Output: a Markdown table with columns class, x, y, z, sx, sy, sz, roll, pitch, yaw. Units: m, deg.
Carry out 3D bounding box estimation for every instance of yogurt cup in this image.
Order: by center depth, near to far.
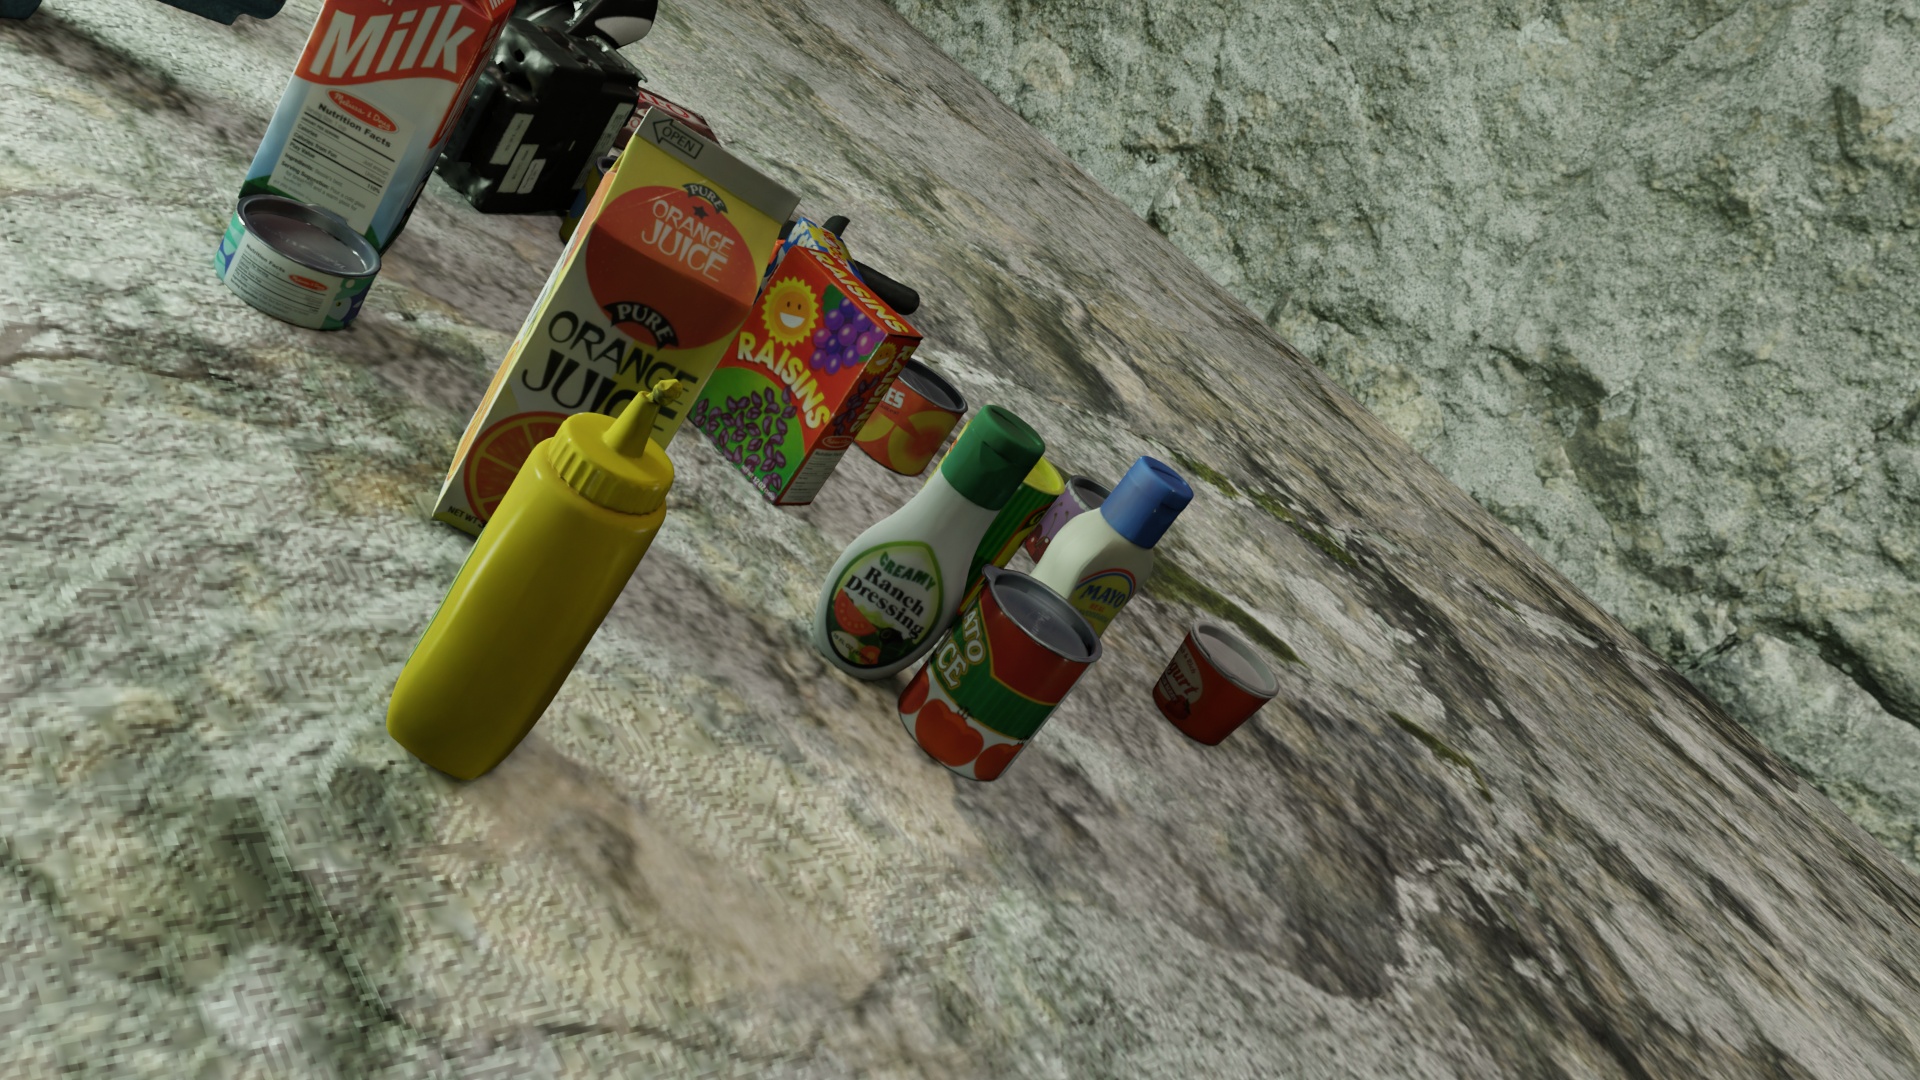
| class | x | y | z | sx | sy | sz | roll | pitch | yaw |
| --- | --- | --- | --- | --- | --- | --- | --- | --- | --- |
| yogurt cup | 0.159 | 0.092 | 0.881 | 0.072 | 0.053 | 0.073 | 31 | 21 | -13 |

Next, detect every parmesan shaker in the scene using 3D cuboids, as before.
| class | x | y | z | sx | sy | sz | roll | pitch | yaw |
| --- | --- | --- | --- | --- | --- | --- | --- | --- | --- |
| parmesan shaker | 0.003 | -0.010 | 0.789 | 0.071 | 0.102 | 0.071 | 31 | 21 | -13 |

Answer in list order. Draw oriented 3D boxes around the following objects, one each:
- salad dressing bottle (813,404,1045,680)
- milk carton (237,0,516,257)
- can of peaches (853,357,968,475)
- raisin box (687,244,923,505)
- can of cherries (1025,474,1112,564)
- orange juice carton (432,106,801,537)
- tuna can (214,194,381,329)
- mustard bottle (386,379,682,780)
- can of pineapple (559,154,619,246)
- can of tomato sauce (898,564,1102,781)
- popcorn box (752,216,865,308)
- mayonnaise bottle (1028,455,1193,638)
| class | x | y | z | sx | sy | sz | roll | pitch | yaw |
| --- | --- | --- | --- | --- | --- | --- | --- | --- | --- |
| salad dressing bottle | -0.015 | 0.001 | 0.675 | 0.064 | 0.147 | 0.044 | 36 | 20 | 0 |
| milk carton | -0.290 | -0.246 | 0.716 | 0.073 | 0.190 | 0.072 | 28 | 22 | -20 |
| can of peaches | -0.040 | -0.087 | 0.948 | 0.071 | 0.058 | 0.071 | 31 | 21 | -13 |
| raisin box | -0.090 | -0.093 | 0.793 | 0.086 | 0.123 | 0.040 | 45 | 22 | 21 |
| can of cherries | 0.088 | -0.001 | 0.964 | 0.071 | 0.058 | 0.072 | 31 | 21 | -13 |
| orange juice carton | -0.146 | -0.085 | 0.593 | 0.072 | 0.192 | 0.073 | 27 | 22 | -22 |
| tuna can | -0.314 | -0.133 | 0.660 | 0.071 | 0.032 | 0.071 | 31 | 21 | -13 |
| mustard bottle | -0.135 | 0.007 | 0.462 | 0.049 | 0.159 | 0.065 | 33 | 21 | -9 |
| can of pineapple | -0.227 | -0.216 | 0.934 | 0.071 | 0.057 | 0.071 | 31 | 21 | -13 |
| can of tomato sauce | 0.017 | 0.065 | 0.680 | 0.071 | 0.082 | 0.071 | 31 | 21 | -13 |
| popcorn box | -0.106 | -0.158 | 0.960 | 0.038 | 0.085 | 0.127 | 23 | 24 | -31 |
| mayonnaise bottle | 0.069 | 0.021 | 0.763 | 0.065 | 0.147 | 0.041 | 19 | 27 | -39 |
